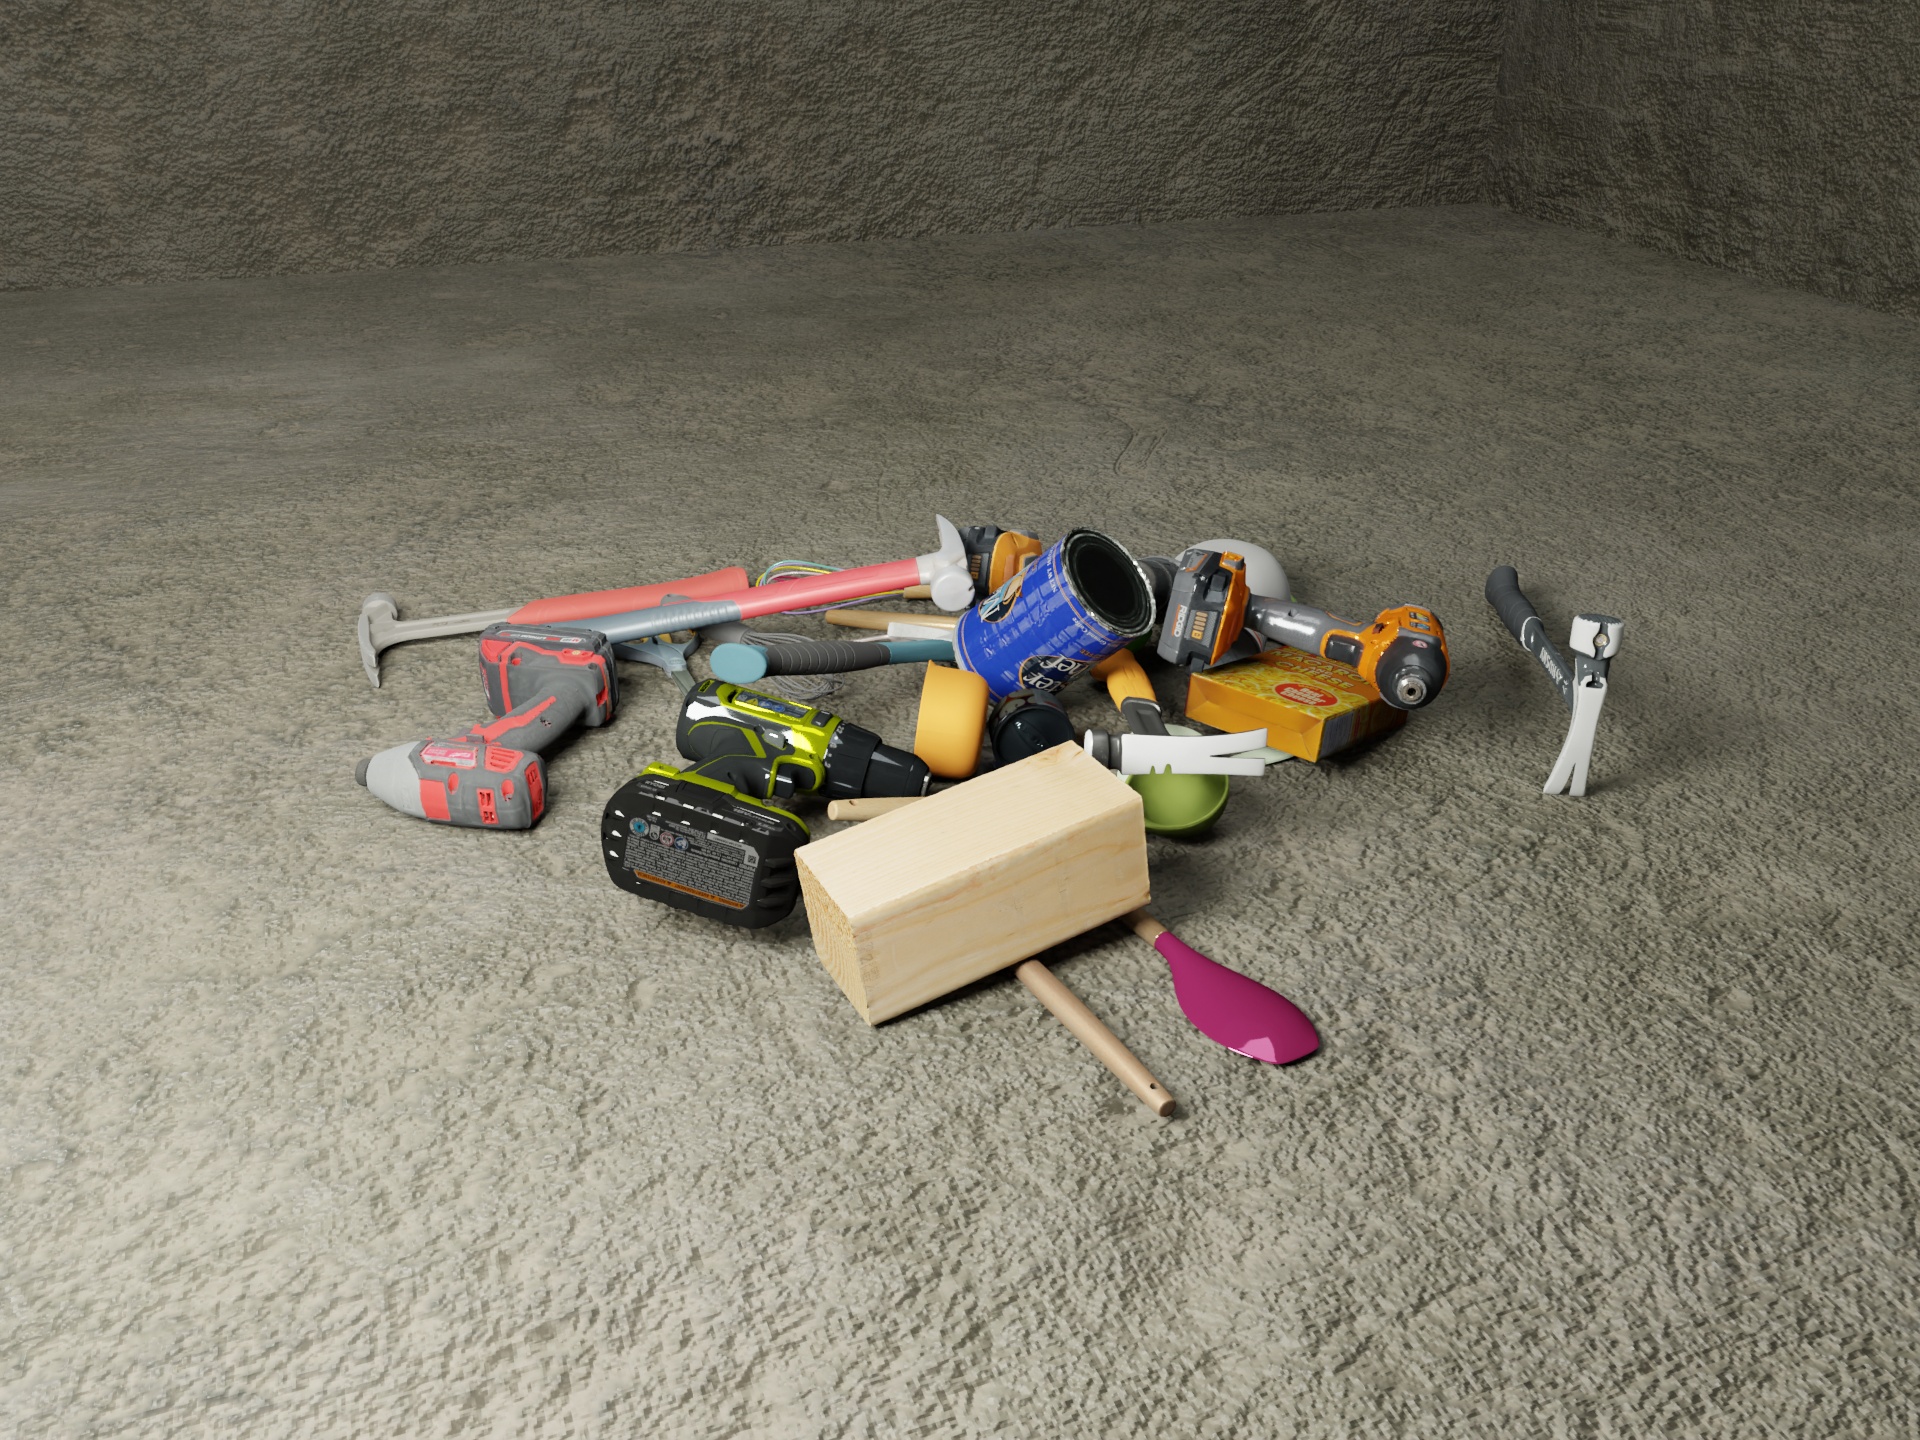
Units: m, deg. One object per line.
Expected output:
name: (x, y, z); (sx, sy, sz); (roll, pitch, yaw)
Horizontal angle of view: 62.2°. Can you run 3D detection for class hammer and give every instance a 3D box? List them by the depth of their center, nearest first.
hammer: (0.148, -0.014, 1.258); (0.127, 0.034, 0.337); (0, 13, -1)
hammer: (-0.076, -0.054, 1.316); (0.128, 0.033, 0.331); (11, 11, 34)
hammer: (0.502, -0.065, 1.383); (0.036, 0.149, 0.409); (5, 19, 8)
hammer: (-0.186, -0.110, 1.407); (0.386, 0.038, 0.143); (-11, 30, -2)
hammer: (-0.375, -0.100, 1.494); (0.359, 0.036, 0.149); (-9, 29, -17)

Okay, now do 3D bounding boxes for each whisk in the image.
whisk: (-0.193, -0.071, 1.423); (0.239, 0.055, 0.055); (25, 36, 37)
whisk: (-0.078, -0.134, 1.562); (0.245, 0.051, 0.047); (-1, 22, -9)

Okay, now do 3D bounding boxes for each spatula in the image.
spatula: (0.040, 0.159, 1.026); (0.059, 0.018, 0.316); (-19, 32, -24)

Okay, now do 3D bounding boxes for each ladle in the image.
ladle: (0.055, 0.052, 1.117); (0.320, 0.062, 0.078); (1, 35, -32)

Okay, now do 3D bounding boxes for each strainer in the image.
strainer: (0.288, -0.118, 1.506); (0.151, 0.069, 0.257); (-19, 32, -33)

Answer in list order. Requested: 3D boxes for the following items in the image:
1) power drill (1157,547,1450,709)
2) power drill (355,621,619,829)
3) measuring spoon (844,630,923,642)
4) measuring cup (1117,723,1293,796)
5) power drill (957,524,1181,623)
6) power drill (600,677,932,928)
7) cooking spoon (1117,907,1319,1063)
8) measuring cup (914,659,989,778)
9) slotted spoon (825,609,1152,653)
power drill: (0.278, -0.067, 1.276); (0.226, 0.084, 0.164); (14, 21, 8)
power drill: (-0.367, 0.006, 1.254); (0.143, 0.078, 0.220); (5, 31, 10)
measuring spoon: (-0.092, -0.066, 1.464); (0.124, 0.018, 0.034); (-9, 7, -5)
measuring cup: (0.204, 0.023, 1.268); (0.167, 0.038, 0.083); (-11, 30, -20)
power drill: (0.105, -0.127, 1.447); (0.226, 0.084, 0.185); (9, 4, 22)
power drill: (-0.132, 0.052, 1.116); (0.190, 0.080, 0.228); (17, 25, 7)
cooking spoon: (0.121, 0.135, 1.073); (0.068, 0.017, 0.319); (-15, 32, -28)
measuring cup: (-0.002, -0.004, 1.291); (0.052, 0.095, 0.173); (9, 10, 4)
slotted spoon: (0.021, -0.084, 1.476); (0.314, 0.031, 0.070); (6, -9, 17)
